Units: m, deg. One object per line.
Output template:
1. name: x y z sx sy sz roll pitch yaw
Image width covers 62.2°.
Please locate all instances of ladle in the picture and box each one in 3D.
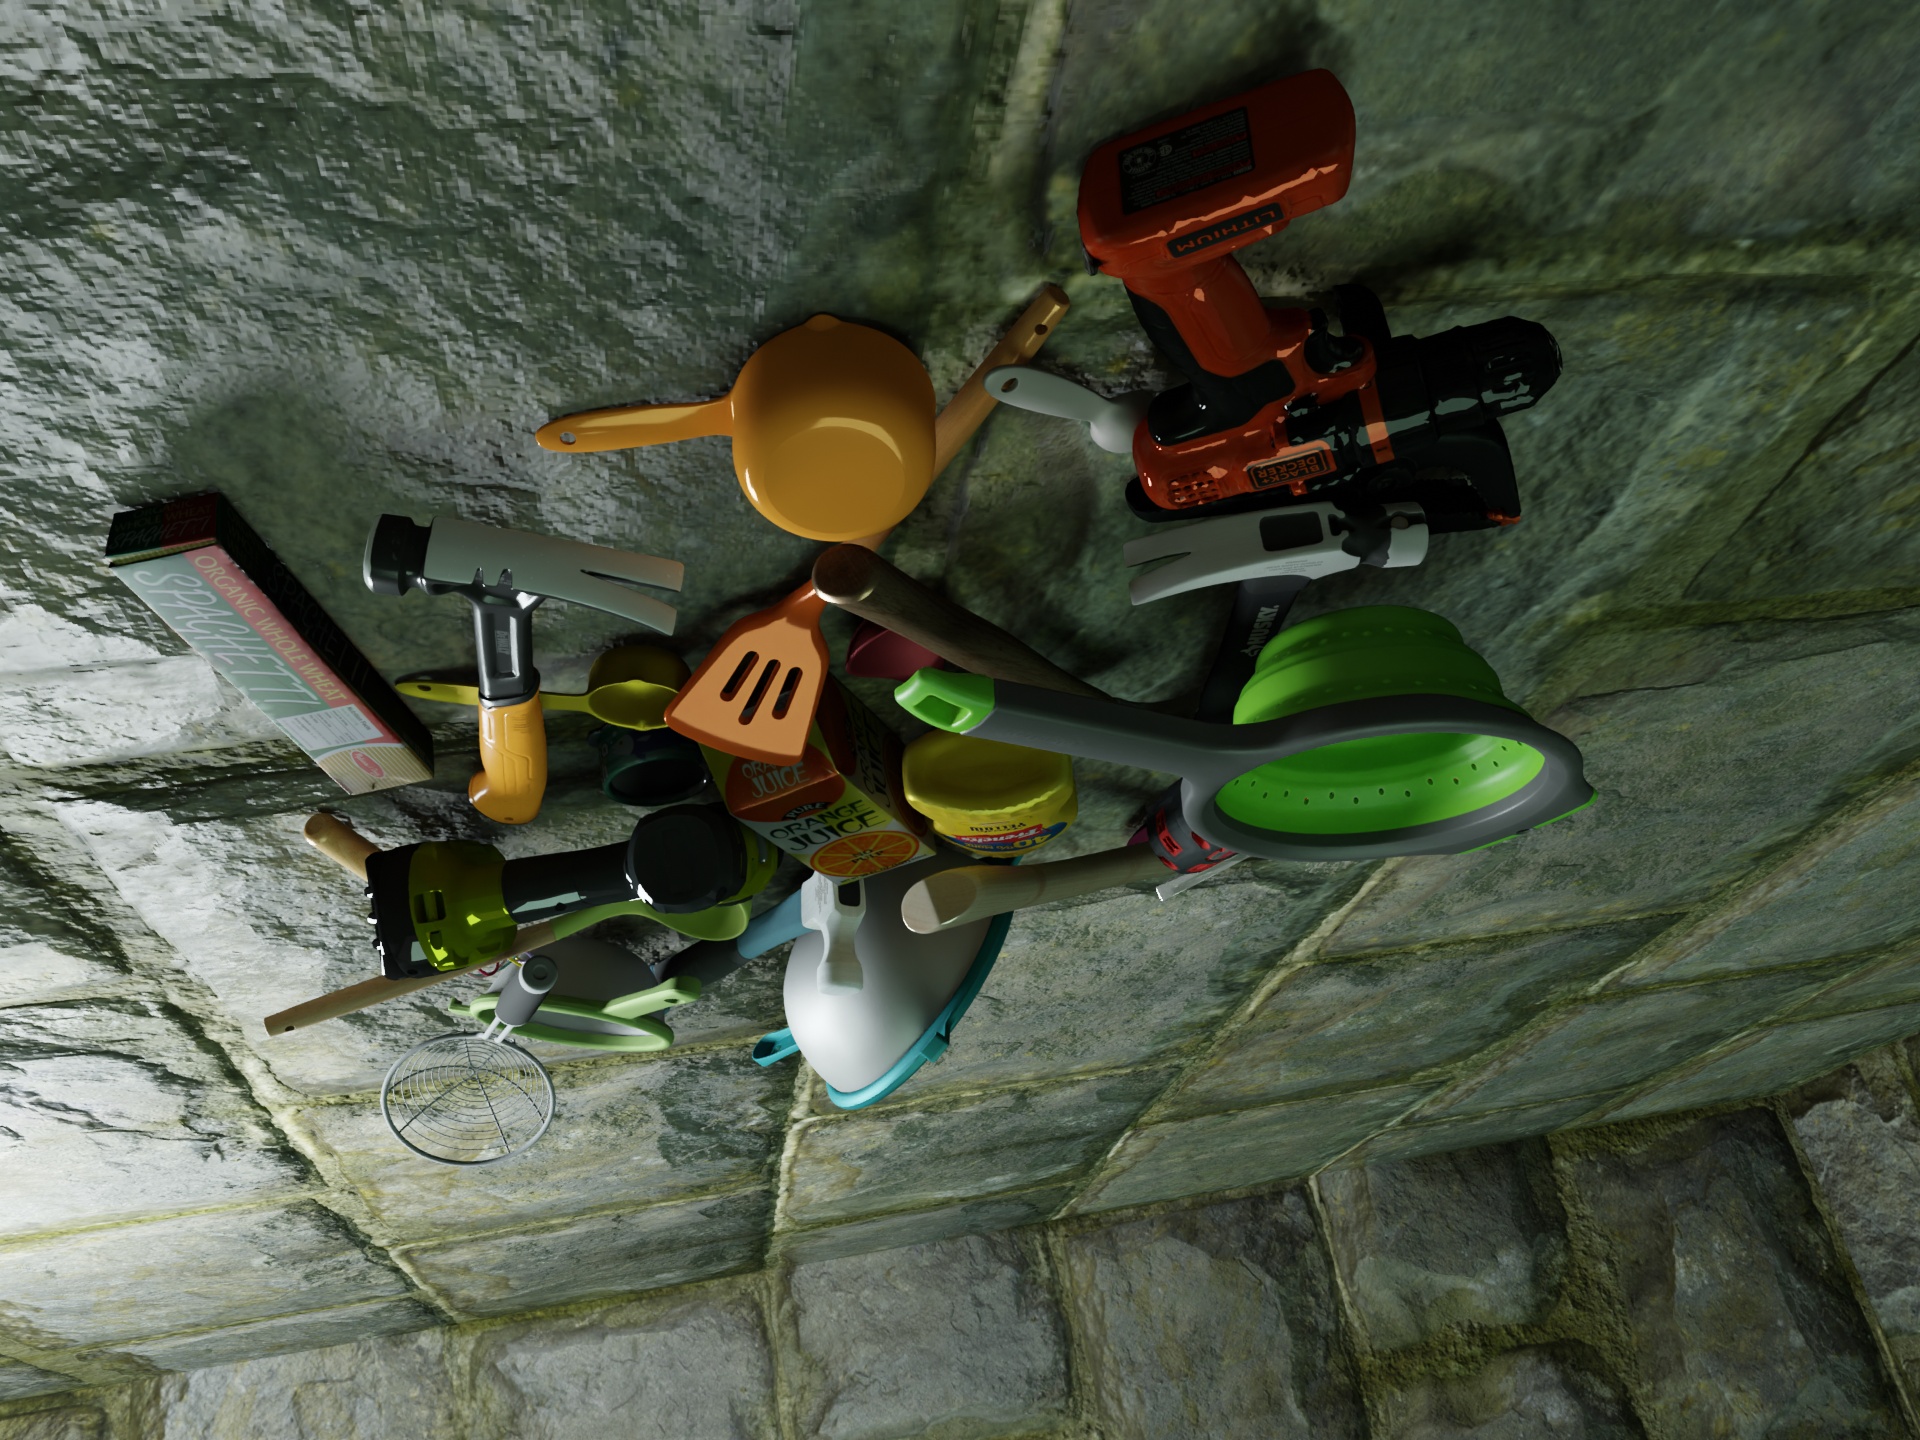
1. ladle: -0.002 -0.003 0.972 0.069 0.031 0.315 -27 154 5
2. ladle: -0.294 0.158 1.059 0.320 0.062 0.078 -18 141 -18

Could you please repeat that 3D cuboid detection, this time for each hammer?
1. hammer: -0.160 0.164 1.153 0.033 0.128 0.331 12 154 -31
2. hammer: -0.219 -0.008 0.801 0.127 0.034 0.336 9 158 -12
3. hammer: 0.028 -0.030 0.830 0.130 0.031 0.331 4 170 29
4. hammer: 0.159 -0.034 0.934 0.146 0.035 0.334 -5 160 -1
5. hammer: 0.094 0.107 1.100 0.146 0.038 0.410 -32 163 34

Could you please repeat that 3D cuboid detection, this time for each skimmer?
1. skimmer: -0.322 0.240 1.093 0.127 0.090 0.363 17 154 -17

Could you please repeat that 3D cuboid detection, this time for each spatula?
1. spatula: -0.043 -0.084 0.764 0.081 0.041 0.322 21 137 -24

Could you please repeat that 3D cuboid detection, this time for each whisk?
1. whisk: -0.355 0.118 1.048 0.051 0.047 0.244 -27 148 2

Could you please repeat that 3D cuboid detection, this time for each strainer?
1. strainer: -0.253 0.187 1.153 0.151 0.069 0.256 22 152 -32
2. strainer: -0.096 0.188 1.183 0.095 0.211 0.340 38 139 -15

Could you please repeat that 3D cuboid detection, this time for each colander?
1. colander: 0.147 -0.013 0.813 0.396 0.095 0.204 11 153 -28

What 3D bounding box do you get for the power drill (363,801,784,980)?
1. power drill: -0.224 0.097 0.979 0.228 0.080 0.190 -11 176 6

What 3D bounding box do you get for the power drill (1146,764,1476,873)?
1. power drill: 0.239 0.033 1.029 0.219 0.079 0.143 -12 160 -30

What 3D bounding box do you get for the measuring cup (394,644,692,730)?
1. measuring cup: -0.221 -0.023 0.853 0.156 0.029 0.062 4 154 -5

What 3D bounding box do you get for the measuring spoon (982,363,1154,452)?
1. measuring spoon: 0.052 -0.138 0.710 0.034 0.018 0.124 -45 153 28

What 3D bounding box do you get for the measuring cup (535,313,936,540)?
1. measuring cup: -0.095 -0.113 0.673 0.173 0.052 0.095 -6 140 -1

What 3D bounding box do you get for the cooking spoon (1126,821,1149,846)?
1. cooking spoon: 0.200 0.023 1.117 0.068 0.017 0.318 -7 154 -26
